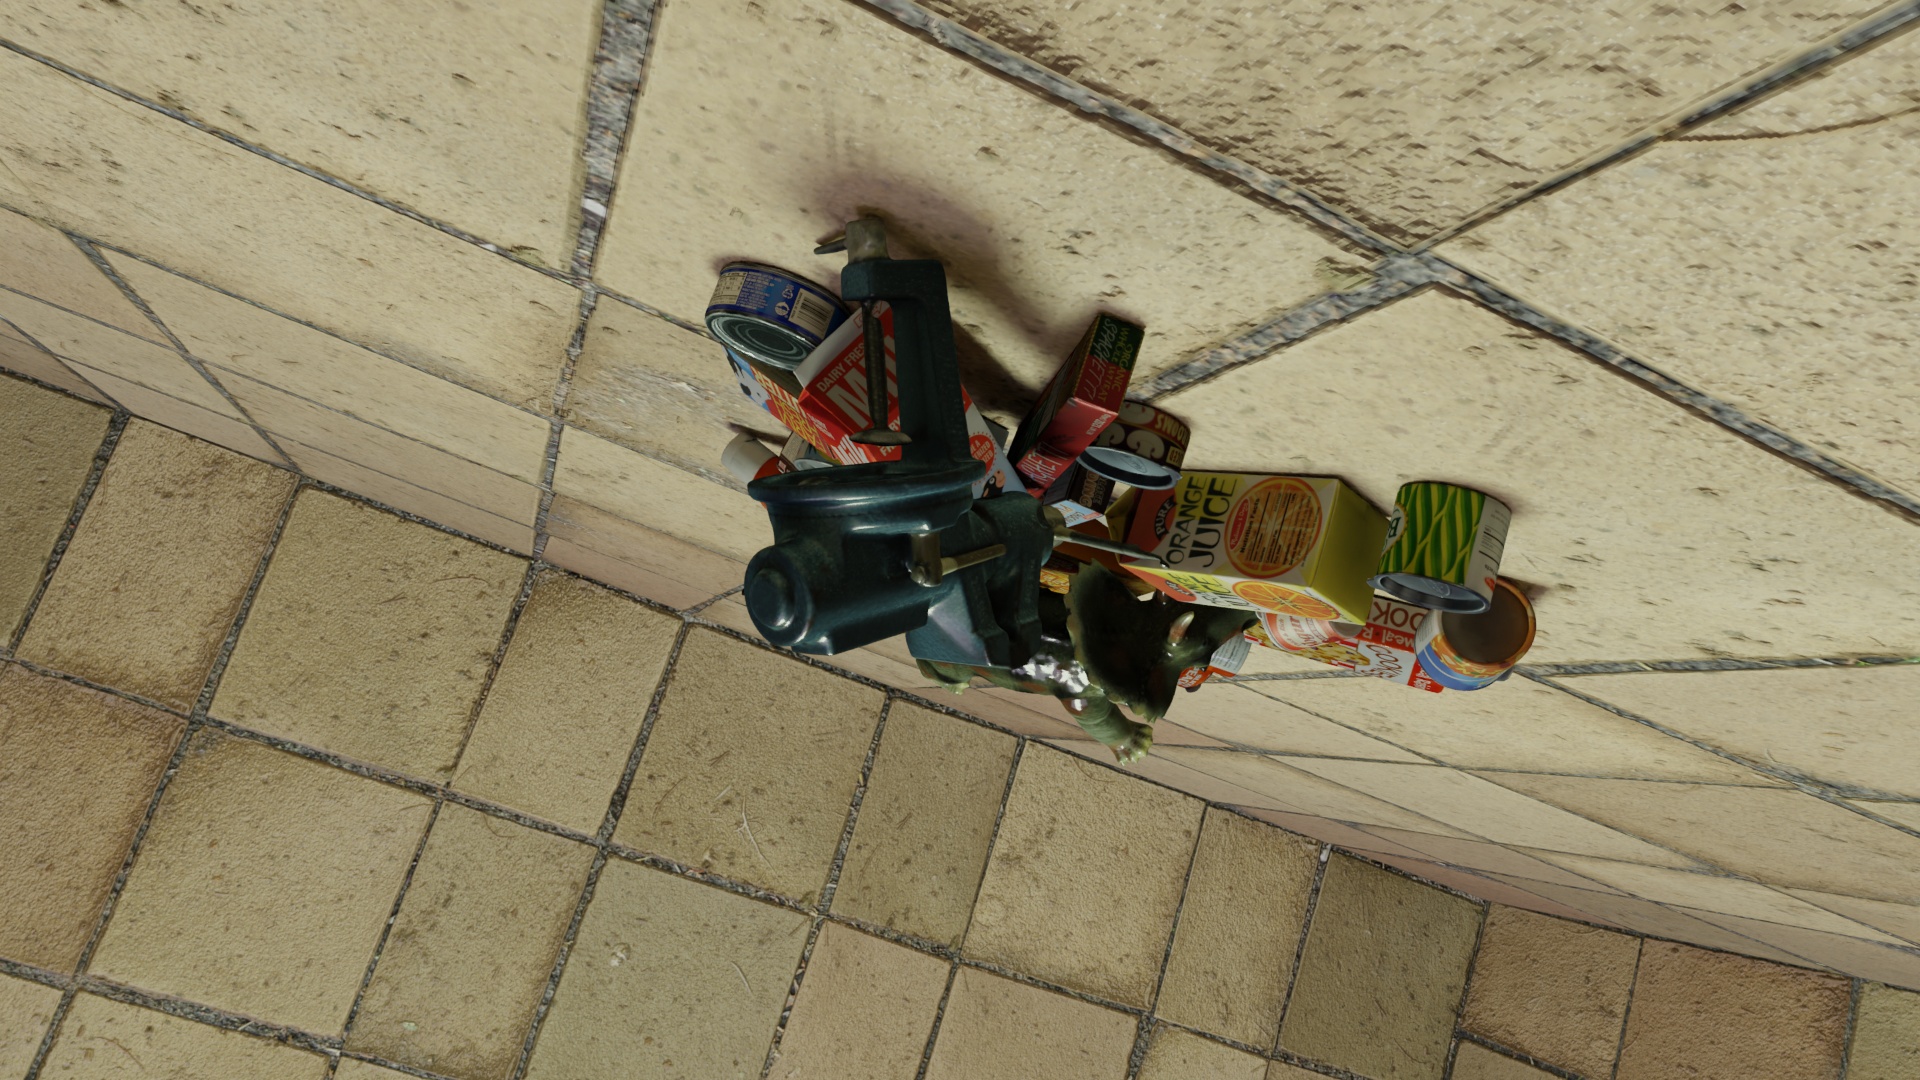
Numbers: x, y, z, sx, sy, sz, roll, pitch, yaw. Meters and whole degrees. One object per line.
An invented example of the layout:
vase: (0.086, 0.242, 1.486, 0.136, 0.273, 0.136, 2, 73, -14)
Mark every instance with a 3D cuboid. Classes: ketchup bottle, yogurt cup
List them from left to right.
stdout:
ketchup bottle: (-0.140, -0.036, 1.193, 0.149, 0.043, 0.065, 38, -154, 13)
yogurt cup: (0.262, 0.047, 1.025, 0.072, 0.072, 0.054, 27, 157, -33)

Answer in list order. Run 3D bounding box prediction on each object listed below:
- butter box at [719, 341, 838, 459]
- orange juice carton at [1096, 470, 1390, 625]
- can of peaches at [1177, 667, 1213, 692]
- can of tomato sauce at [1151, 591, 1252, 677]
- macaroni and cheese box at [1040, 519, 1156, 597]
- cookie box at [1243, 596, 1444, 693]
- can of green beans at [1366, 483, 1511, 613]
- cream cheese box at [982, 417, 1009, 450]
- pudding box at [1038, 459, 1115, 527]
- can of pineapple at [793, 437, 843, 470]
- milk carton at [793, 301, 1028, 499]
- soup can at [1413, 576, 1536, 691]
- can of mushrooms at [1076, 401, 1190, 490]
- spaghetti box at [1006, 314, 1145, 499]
butter box: (-0.112, -0.098, 0.907, 0.104, 0.024, 0.053, 36, 159, 33)
orange juice carton: (0.176, 0.001, 0.920, 0.192, 0.073, 0.072, 6, 163, 47)
can of peaches: (0.209, 0.105, 1.348, 0.058, 0.071, 0.071, 29, 164, -36)
can of tomato sauce: (0.211, 0.078, 1.236, 0.083, 0.071, 0.071, 19, 168, -4)
macaroni and cheese box: (0.094, 0.014, 1.182, 0.124, 0.040, 0.166, 20, 168, -9)
cookie box: (0.313, 0.074, 1.123, 0.167, 0.040, 0.122, 15, 167, 18)
can of green beans: (0.282, 0.005, 0.812, 0.071, 0.058, 0.071, 17, 168, 4)
cream cheese box: (-0.020, -0.070, 0.940, 0.104, 0.053, 0.024, 25, 164, -29)
pudding box: (0.076, -0.038, 0.948, 0.030, 0.050, 0.083, 24, 166, -15)
can of pineapple: (-0.080, -0.071, 1.016, 0.071, 0.058, 0.071, 18, 168, 4)
milk carton: (-0.030, -0.061, 0.844, 0.073, 0.072, 0.190, 32, 164, 45)
soup can: (0.355, 0.065, 0.955, 0.071, 0.071, 0.083, 16, 167, 13)
can of mushrooms: (0.108, -0.058, 0.852, 0.071, 0.033, 0.071, 18, 168, 4)
spaghetti box: (0.059, -0.070, 0.829, 0.029, 0.050, 0.249, 21, 168, -4)
